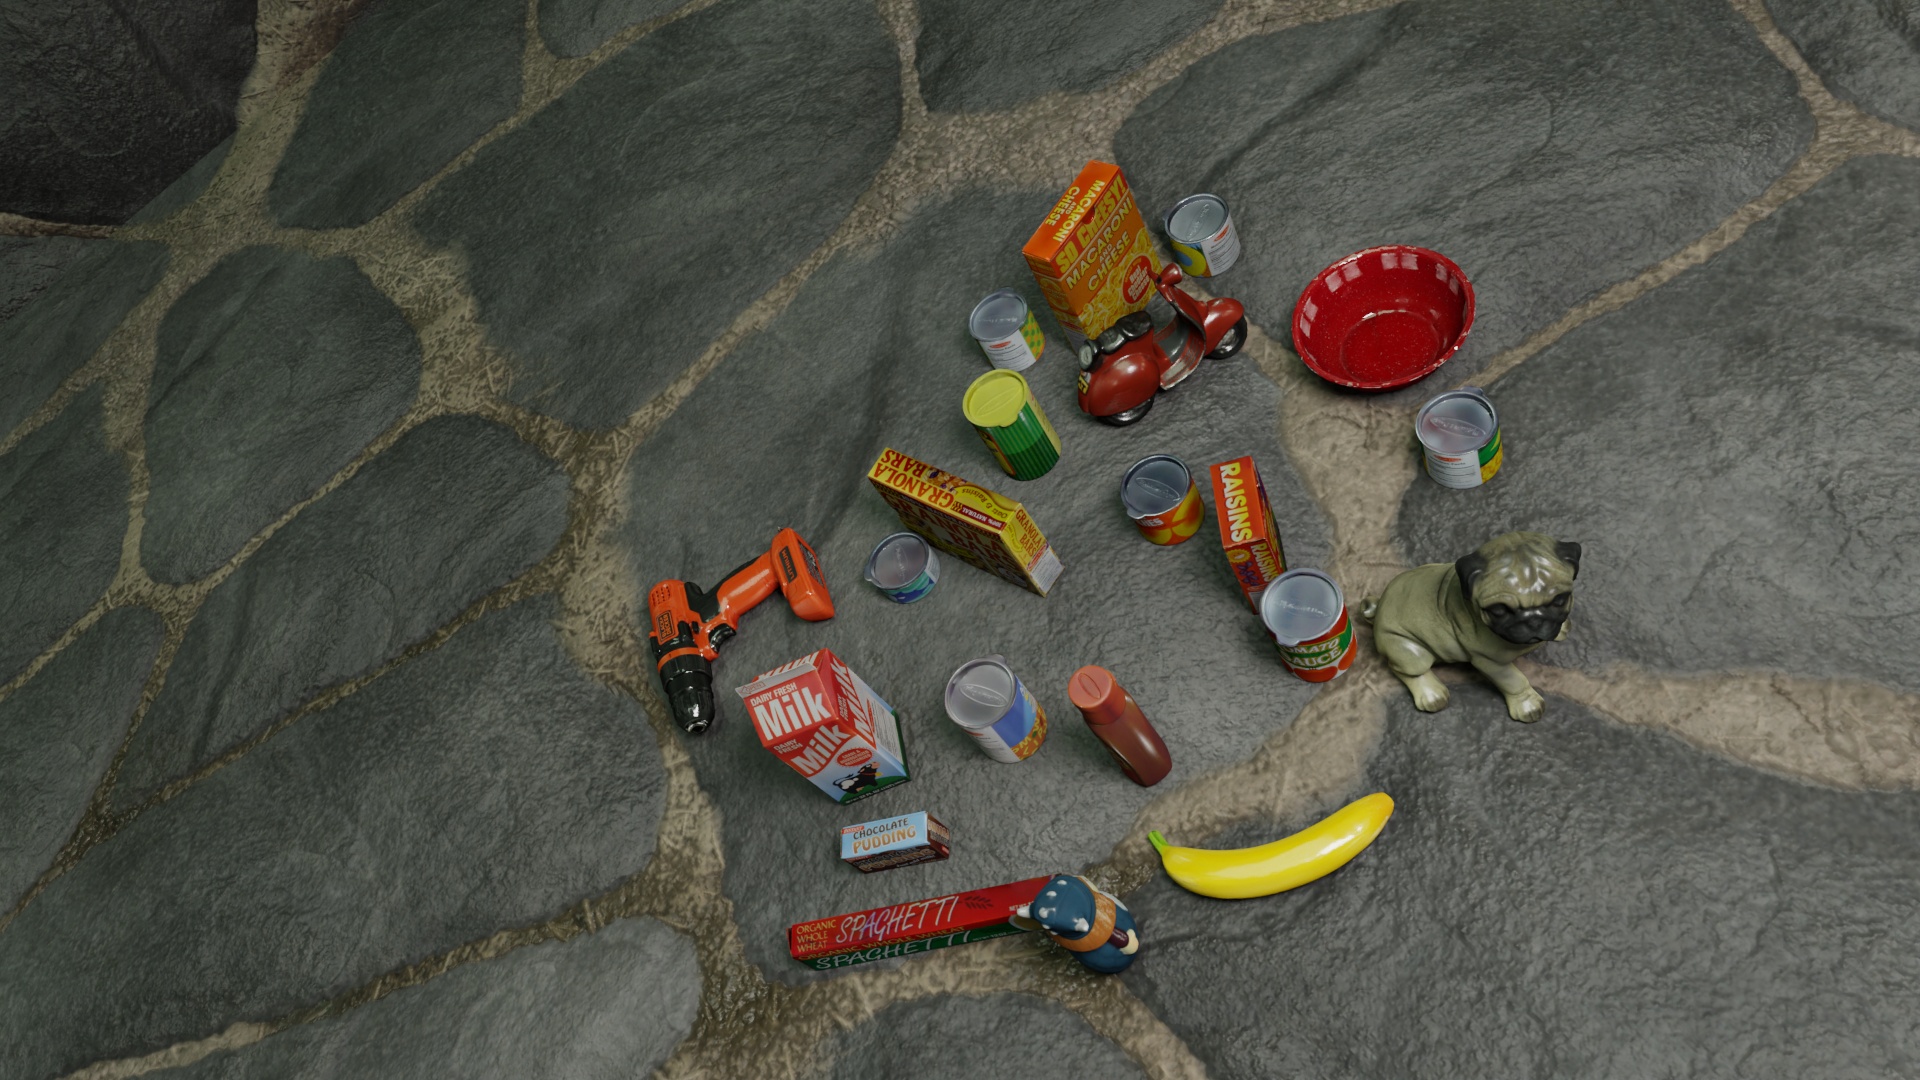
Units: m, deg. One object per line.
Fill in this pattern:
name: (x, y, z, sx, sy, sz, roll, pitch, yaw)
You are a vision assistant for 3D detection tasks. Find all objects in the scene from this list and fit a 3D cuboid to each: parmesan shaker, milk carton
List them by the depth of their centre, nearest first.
milk carton: (-0.119, 0.157, 1.211, 0.072, 0.190, 0.074, -22, 53, 12)
parmesan shaker: (0.053, -0.109, 1.354, 0.071, 0.102, 0.071, -12, 56, 19)

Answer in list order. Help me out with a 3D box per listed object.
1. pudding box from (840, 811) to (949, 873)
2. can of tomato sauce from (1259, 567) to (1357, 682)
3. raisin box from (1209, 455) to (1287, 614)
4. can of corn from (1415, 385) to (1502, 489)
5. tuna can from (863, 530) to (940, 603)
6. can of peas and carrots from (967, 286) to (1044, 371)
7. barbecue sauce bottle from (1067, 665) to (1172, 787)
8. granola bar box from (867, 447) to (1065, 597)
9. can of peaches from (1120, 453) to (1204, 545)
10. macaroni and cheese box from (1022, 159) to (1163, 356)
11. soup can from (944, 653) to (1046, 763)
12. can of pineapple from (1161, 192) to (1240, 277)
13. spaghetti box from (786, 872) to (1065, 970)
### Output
pudding box: (-0.057, 0.262, 1.205, 0.083, 0.049, 0.030, -14, 55, 17)
can of tomato sauce: (0.287, 0.073, 1.142, 0.071, 0.083, 0.071, -12, 56, 18)
raisin box: (0.249, -0.003, 1.182, 0.040, 0.123, 0.086, -14, 56, 18)
can of corn: (0.430, -0.088, 1.192, 0.071, 0.058, 0.071, -12, 56, 18)
tuna can: (-0.057, 0.028, 1.364, 0.071, 0.032, 0.071, -12, 56, 18)
can of peas and carrots: (0.049, -0.220, 1.454, 0.071, 0.058, 0.071, -12, 56, 18)
barbecue sauce bottle: (0.127, 0.148, 1.128, 0.043, 0.148, 0.065, -38, 52, -1)
granola bar box: (0.005, -0.016, 1.305, 0.166, 0.124, 0.039, 24, 73, 35)
can of peaches: (0.185, -0.035, 1.274, 0.071, 0.058, 0.071, -12, 56, 18)
macaroni and cheese box: (0.136, -0.274, 1.379, 0.040, 0.166, 0.124, 26, 74, 35)
soup can: (0.033, 0.147, 1.214, 0.071, 0.083, 0.071, -12, 56, 18)
can of pineapple: (0.247, -0.312, 1.420, 0.071, 0.057, 0.071, -12, 56, 18)
spaghetti box: (-0.023, 0.318, 1.154, 0.250, 0.050, 0.029, -15, 55, 16)
